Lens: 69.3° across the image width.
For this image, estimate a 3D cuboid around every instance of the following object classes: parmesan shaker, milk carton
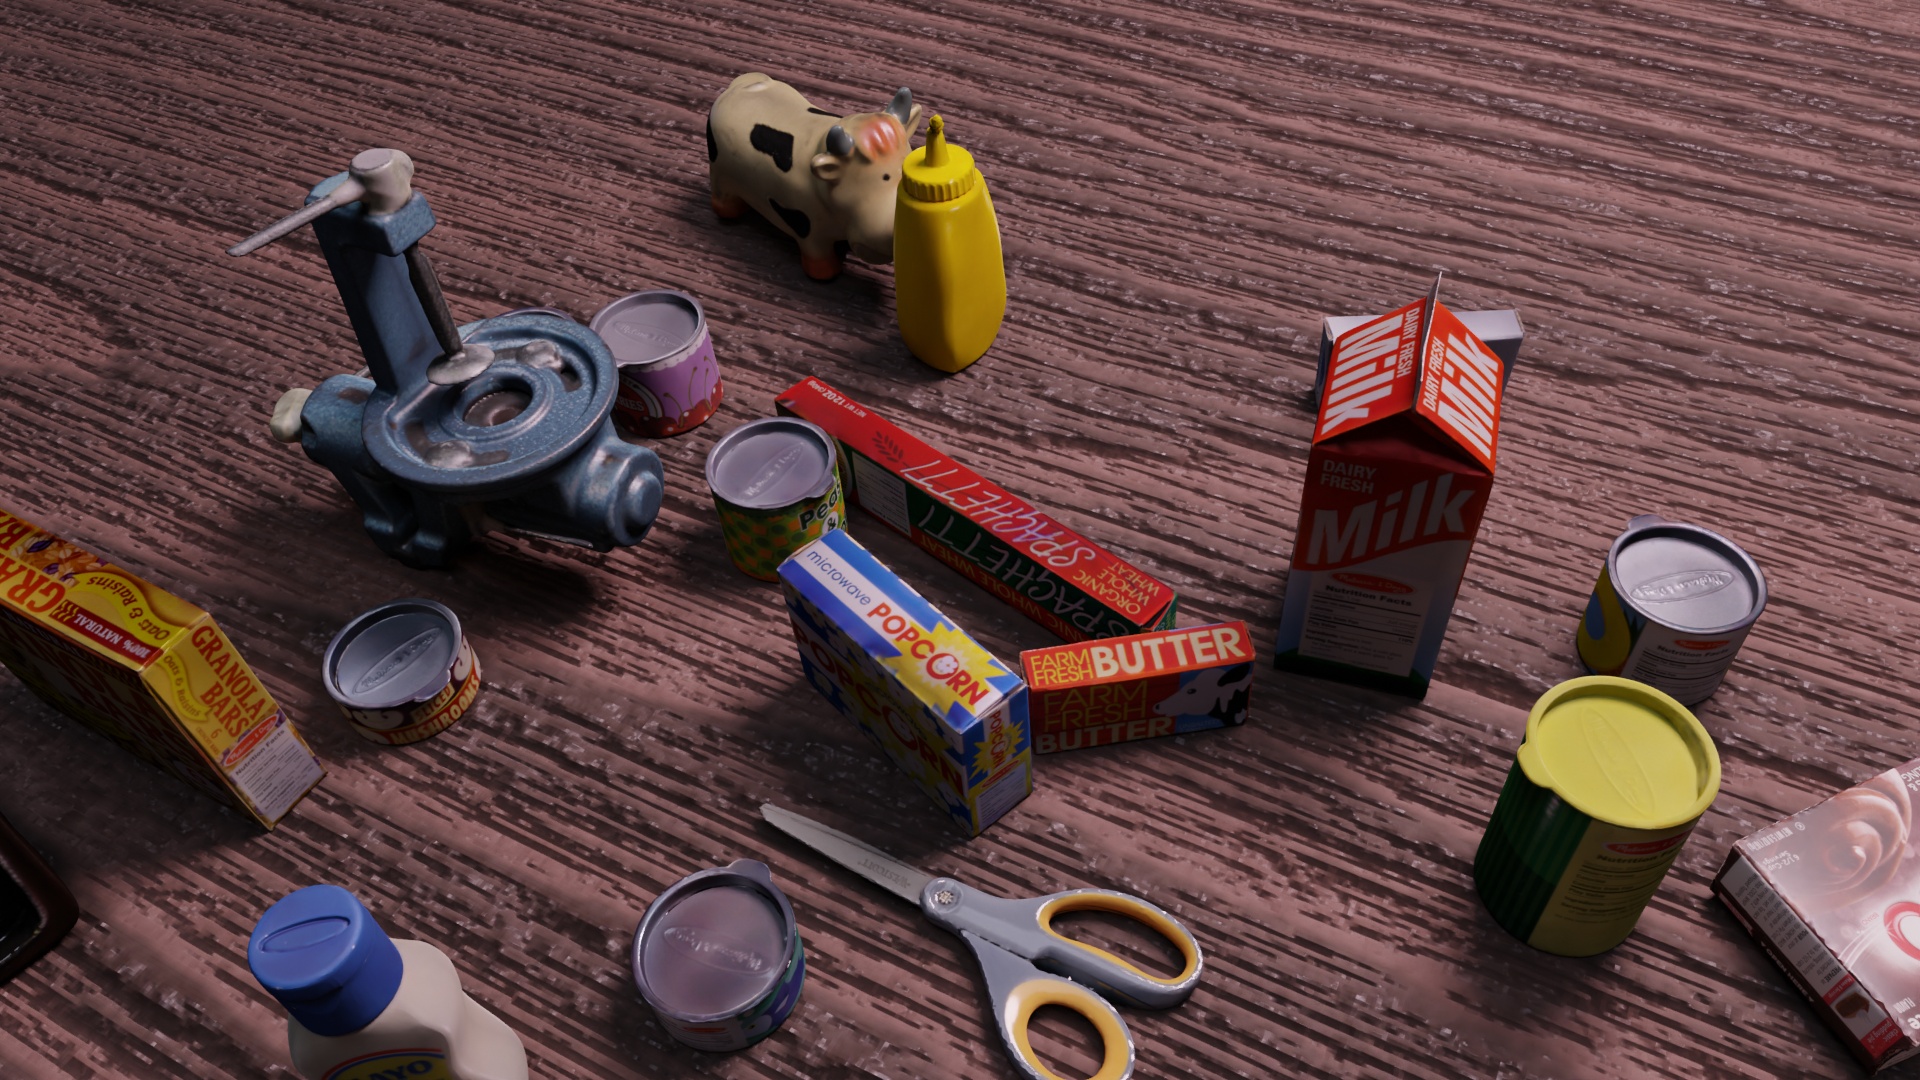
[{"bbox_3d":[0.241,0.110,0.543,0.071,0.102,0.072,-2,48,3],"label":"parmesan shaker"},{"bbox_3d":[0.187,-0.021,0.607,0.073,0.189,0.073,11,50,14],"label":"milk carton"}]

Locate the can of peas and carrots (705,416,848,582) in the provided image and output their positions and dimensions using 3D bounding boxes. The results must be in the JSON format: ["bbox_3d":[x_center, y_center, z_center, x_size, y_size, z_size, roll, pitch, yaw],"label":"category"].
[{"bbox_3d":[-0.091,-0.020,0.717,0.071,0.058,0.071,-2,48,3],"label":"can of peas and carrots"}]

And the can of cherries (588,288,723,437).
[{"bbox_3d":[-0.176,-0.100,0.797,0.071,0.058,0.072,-2,48,3],"label":"can of cherries"}]

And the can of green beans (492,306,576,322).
[{"bbox_3d":[-0.243,-0.090,0.794,0.071,0.057,0.071,-2,48,3],"label":"can of green beans"}]

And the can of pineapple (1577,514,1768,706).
[{"bbox_3d":[0.324,0.033,0.637,0.071,0.057,0.071,-2,48,3],"label":"can of pineapple"}]

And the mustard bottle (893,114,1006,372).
[{"bbox_3d":[-0.008,-0.170,0.779,0.049,0.159,0.065,26,55,25],"label":"mustard bottle"}]

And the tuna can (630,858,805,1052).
[{"bbox_3d":[-0.096,0.168,0.565,0.071,0.032,0.071,-2,48,3],"label":"tuna can"}]

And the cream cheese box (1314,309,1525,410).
[{"bbox_3d":[0.250,-0.098,0.764,0.104,0.053,0.024,-2,48,3],"label":"cream cheese box"}]

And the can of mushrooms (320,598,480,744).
[{"bbox_3d":[-0.268,0.064,0.672,0.071,0.033,0.071,-2,48,3],"label":"can of mushrooms"}]

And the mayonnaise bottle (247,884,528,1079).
[{"bbox_3d":[-0.202,0.173,0.491,0.065,0.147,0.041,-13,48,-7],"label":"mayonnaise bottle"}]

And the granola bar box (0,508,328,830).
[{"bbox_3d":[-0.382,0.055,0.628,0.166,0.123,0.039,20,53,21],"label":"granola bar box"}]

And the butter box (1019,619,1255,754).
[{"bbox_3d":[0.079,0.067,0.628,0.103,0.052,0.024,-8,48,-2],"label":"butter box"}]

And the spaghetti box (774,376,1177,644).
[{"bbox_3d":[0.003,-0.009,0.705,0.250,0.050,0.029,32,58,29],"label":"spaghetti box"}]

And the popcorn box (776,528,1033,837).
[{"bbox_3d":[-0.025,0.062,0.620,0.038,0.084,0.127,-35,54,-25],"label":"popcorn box"}]
